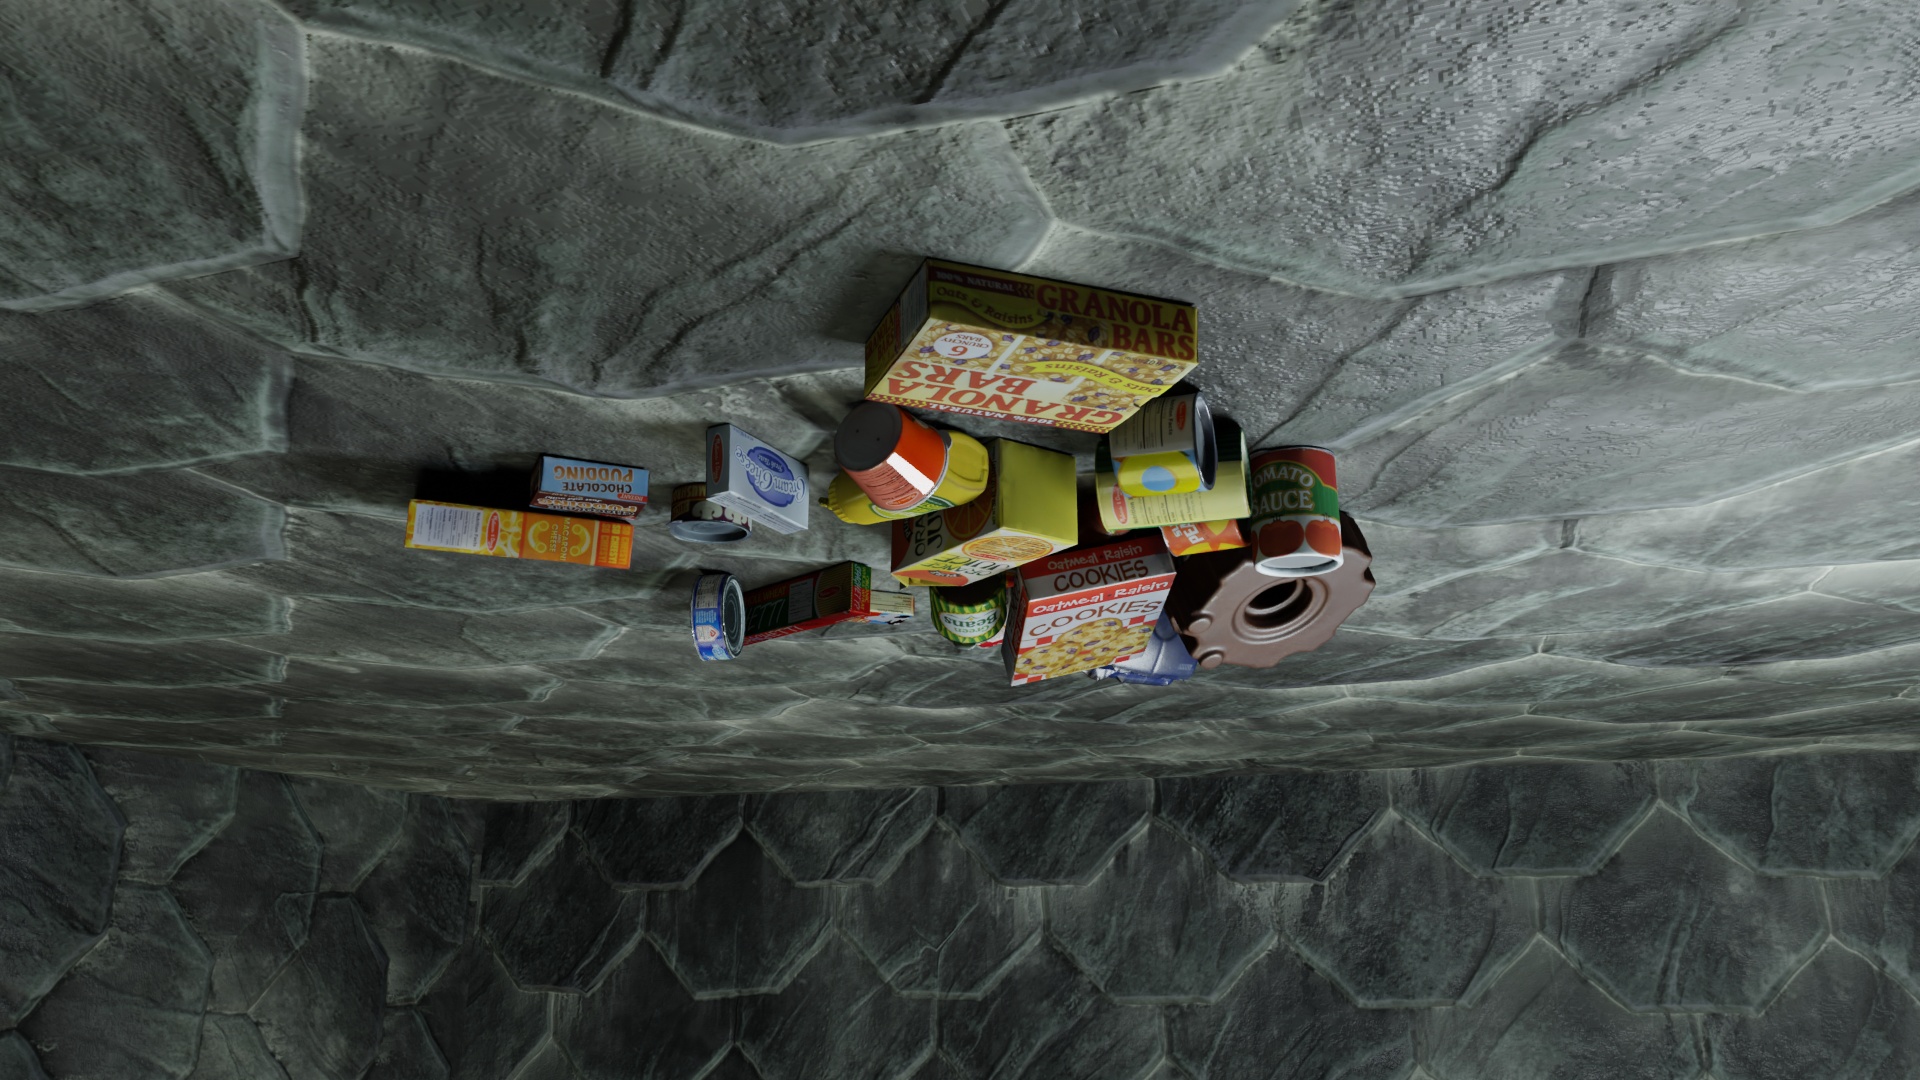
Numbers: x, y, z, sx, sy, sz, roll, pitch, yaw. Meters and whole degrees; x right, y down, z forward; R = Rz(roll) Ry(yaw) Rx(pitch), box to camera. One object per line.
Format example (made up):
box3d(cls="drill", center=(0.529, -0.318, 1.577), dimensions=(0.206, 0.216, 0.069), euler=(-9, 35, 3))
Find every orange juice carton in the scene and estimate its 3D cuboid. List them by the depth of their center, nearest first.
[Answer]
box3d(cls="orange juice carton", center=(0.004, -0.014, 1.087), dimensions=(0.073, 0.072, 0.192), euler=(12, 160, -33))

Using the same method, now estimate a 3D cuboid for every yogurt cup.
box3d(cls="yogurt cup", center=(-0.050, -0.060, 0.946), dimensions=(0.072, 0.072, 0.054), euler=(-9, 153, 27))

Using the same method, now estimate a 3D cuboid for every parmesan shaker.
box3d(cls="parmesan shaker", center=(0.154, -0.042, 0.994), dimensions=(0.103, 0.071, 0.071), euler=(-5, 162, 16))

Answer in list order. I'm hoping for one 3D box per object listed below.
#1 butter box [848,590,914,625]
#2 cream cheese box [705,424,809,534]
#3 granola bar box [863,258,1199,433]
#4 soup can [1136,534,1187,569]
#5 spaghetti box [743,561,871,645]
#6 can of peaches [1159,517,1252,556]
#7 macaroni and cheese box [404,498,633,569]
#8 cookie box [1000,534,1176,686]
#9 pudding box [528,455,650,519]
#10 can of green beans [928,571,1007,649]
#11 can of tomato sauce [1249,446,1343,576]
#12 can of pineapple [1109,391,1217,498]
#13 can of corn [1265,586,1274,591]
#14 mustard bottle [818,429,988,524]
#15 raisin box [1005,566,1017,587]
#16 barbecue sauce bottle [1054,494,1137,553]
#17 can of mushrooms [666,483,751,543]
box3d(cls="butter box", center=(-0.105, 0.068, 1.452), dimensions=(0.103, 0.024, 0.053), euler=(7, 162, -22))
box3d(cls="cream cheese box", center=(-0.149, -0.043, 1.021), dimensions=(0.024, 0.053, 0.103), euler=(-10, 161, 25))
box3d(cls="granola bar box", center=(0.038, -0.109, 0.819), dimensions=(0.166, 0.039, 0.124), euler=(6, 163, -19))
box3d(cls="soup can", center=(0.156, 0.031, 1.240), dimensions=(0.084, 0.071, 0.071), euler=(-7, 162, 21))
box3d(cls="spaghetti box", center=(-0.180, 0.070, 1.412), dimensions=(0.029, 0.050, 0.249), euler=(17, 157, -41))
box3d(cls="can of peaches", center=(0.187, -0.024, 1.056), dimensions=(0.058, 0.071, 0.071), euler=(-9, 161, 25))
box3d(cls="macaroni and cheese box", center=(-0.356, -0.007, 1.121), dimensions=(0.167, 0.040, 0.123), euler=(6, 179, -21))
box3d(cls="cookie box", center=(0.102, 0.059, 1.159), dimensions=(0.123, 0.040, 0.166), euler=(-11, 152, -10))
box3d(cls="pudding box", center=(-0.288, -0.040, 1.074), dimensions=(0.084, 0.030, 0.049), euler=(8, 163, -24))
box3d(cls="can of green beans", center=(0.006, 0.045, 1.175), dimensions=(0.071, 0.071, 0.057), euler=(0, 144, 2))
box3d(cls="can of tomato sauce", center=(0.249, -0.021, 1.038), dimensions=(0.071, 0.083, 0.071), euler=(0, 164, 0))
box3d(cls="can of pineapple", center=(0.136, -0.062, 0.928), dimensions=(0.058, 0.071, 0.071), euler=(-6, 162, 22))
box3d(cls="can of corn", center=(0.267, 0.042, 1.278), dimensions=(0.058, 0.071, 0.071), euler=(8, 162, -26))
box3d(cls="mustard bottle", center=(-0.052, -0.041, 1.034), dimensions=(0.065, 0.049, 0.160), euler=(19, 155, -41))
box3d(cls="raisin box", center=(0.024, 0.015, 1.242), dimensions=(0.123, 0.040, 0.086), euler=(-7, 161, 20))
box3d(cls="barbecue sauce bottle", center=(0.117, -0.013, 1.138), dimensions=(0.065, 0.044, 0.148), euler=(-8, 165, -12))
box3d(cls="can of mushrooms", center=(-0.205, -0.022, 1.130), dimensions=(0.071, 0.033, 0.071), euler=(0, 164, 0))
